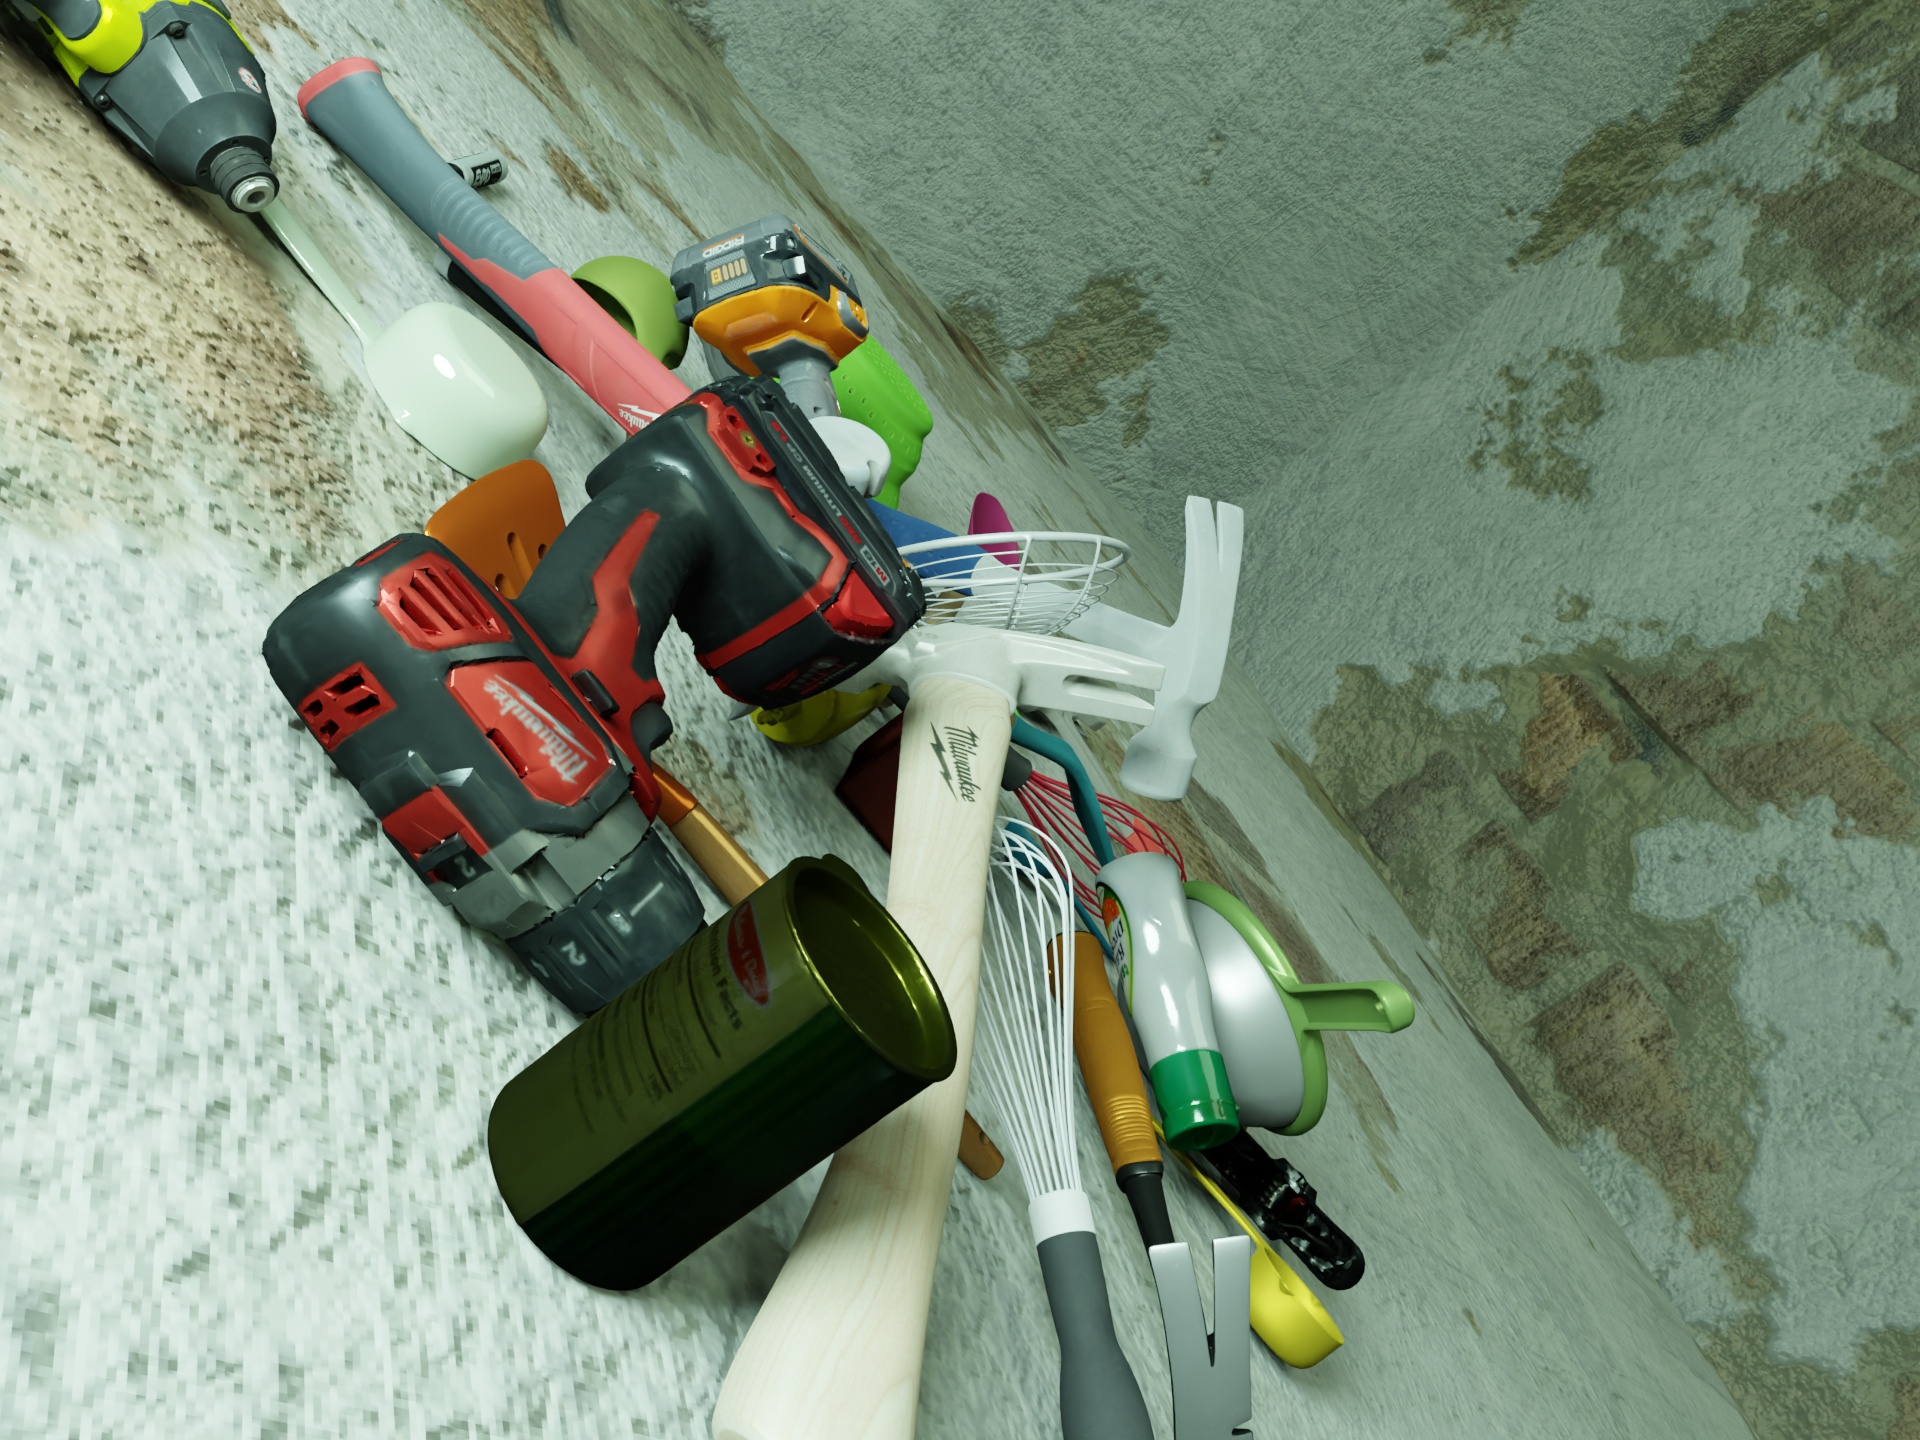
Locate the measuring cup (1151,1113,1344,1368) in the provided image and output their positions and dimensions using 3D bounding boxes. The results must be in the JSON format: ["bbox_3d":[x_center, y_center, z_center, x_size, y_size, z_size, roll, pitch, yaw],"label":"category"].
[{"bbox_3d":[0.129,0.257,0.798,0.157,0.029,0.062,47,2,36],"label":"measuring cup"}]

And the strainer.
[{"bbox_3d":[0.145,0.160,0.829,0.151,0.069,0.256,68,-18,4],"label":"strainer"}]

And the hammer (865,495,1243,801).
[{"bbox_3d":[0.021,-0.086,0.915,0.035,0.144,0.406,9,12,-32],"label":"hammer"}]

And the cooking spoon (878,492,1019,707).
[{"bbox_3d":[-0.006,-0.082,1.060,0.068,0.017,0.319,63,25,-18],"label":"cooking spoon"}]

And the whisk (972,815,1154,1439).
[{"bbox_3d":[0.032,0.155,0.595,0.070,0.070,0.285,37,32,-48],"label":"whisk"}]

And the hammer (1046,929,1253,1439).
[{"bbox_3d":[0.073,0.177,0.694,0.337,0.034,0.127,-103,-173,-69],"label":"hammer"}]

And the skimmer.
[{"bbox_3d":[-0.089,-0.149,0.773,0.363,0.090,0.127,36,-2,5],"label":"skimmer"}]

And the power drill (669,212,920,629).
[{"bbox_3d":[-0.093,-0.159,0.893,0.164,0.084,0.226,11,65,-71],"label":"power drill"}]

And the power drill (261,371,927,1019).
[{"bbox_3d":[-0.092,-0.002,0.518,0.187,0.080,0.227,54,32,-13],"label":"power drill"}]

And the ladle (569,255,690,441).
[{"bbox_3d":[-0.175,-0.155,0.832,0.078,0.062,0.321,44,22,-36],"label":"ladle"}]

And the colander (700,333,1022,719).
[{"bbox_3d":[-0.041,-0.167,1.160,0.397,0.094,0.204,55,14,12],"label":"colander"}]

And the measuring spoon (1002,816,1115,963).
[{"bbox_3d":[0.059,0.110,0.959,0.128,0.021,0.042,55,-3,-29],"label":"measuring spoon"}]

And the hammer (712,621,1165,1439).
[{"bbox_3d":[-0.001,0.080,0.546,0.146,0.038,0.411,9,33,0],"label":"hammer"}]

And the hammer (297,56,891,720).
[{"bbox_3d":[-0.184,-0.168,0.712,0.387,0.143,0.038,44,42,22],"label":"hammer"}]

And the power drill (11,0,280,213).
[{"bbox_3d":[-0.325,-0.260,0.513,0.171,0.080,0.223,54,10,9],"label":"power drill"}]

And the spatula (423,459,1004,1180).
[{"bbox_3d":[-0.081,0.049,0.587,0.322,0.041,0.081,51,28,-11],"label":"spatula"}]

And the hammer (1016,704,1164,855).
[{"bbox_3d":[0.149,0.113,1.193,0.149,0.036,0.359,31,24,-56],"label":"hammer"}]

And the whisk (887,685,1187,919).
[{"bbox_3d":[0.047,0.044,0.974,0.295,0.073,0.073,41,17,-32],"label":"whisk"}]

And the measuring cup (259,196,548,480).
[{"bbox_3d":[-0.235,-0.175,0.658,0.167,0.038,0.083,52,13,-11],"label":"measuring cup"}]

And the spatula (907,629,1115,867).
[{"bbox_3d":[-0.001,-0.003,0.801,0.317,0.044,0.082,37,20,-38],"label":"spatula"}]
